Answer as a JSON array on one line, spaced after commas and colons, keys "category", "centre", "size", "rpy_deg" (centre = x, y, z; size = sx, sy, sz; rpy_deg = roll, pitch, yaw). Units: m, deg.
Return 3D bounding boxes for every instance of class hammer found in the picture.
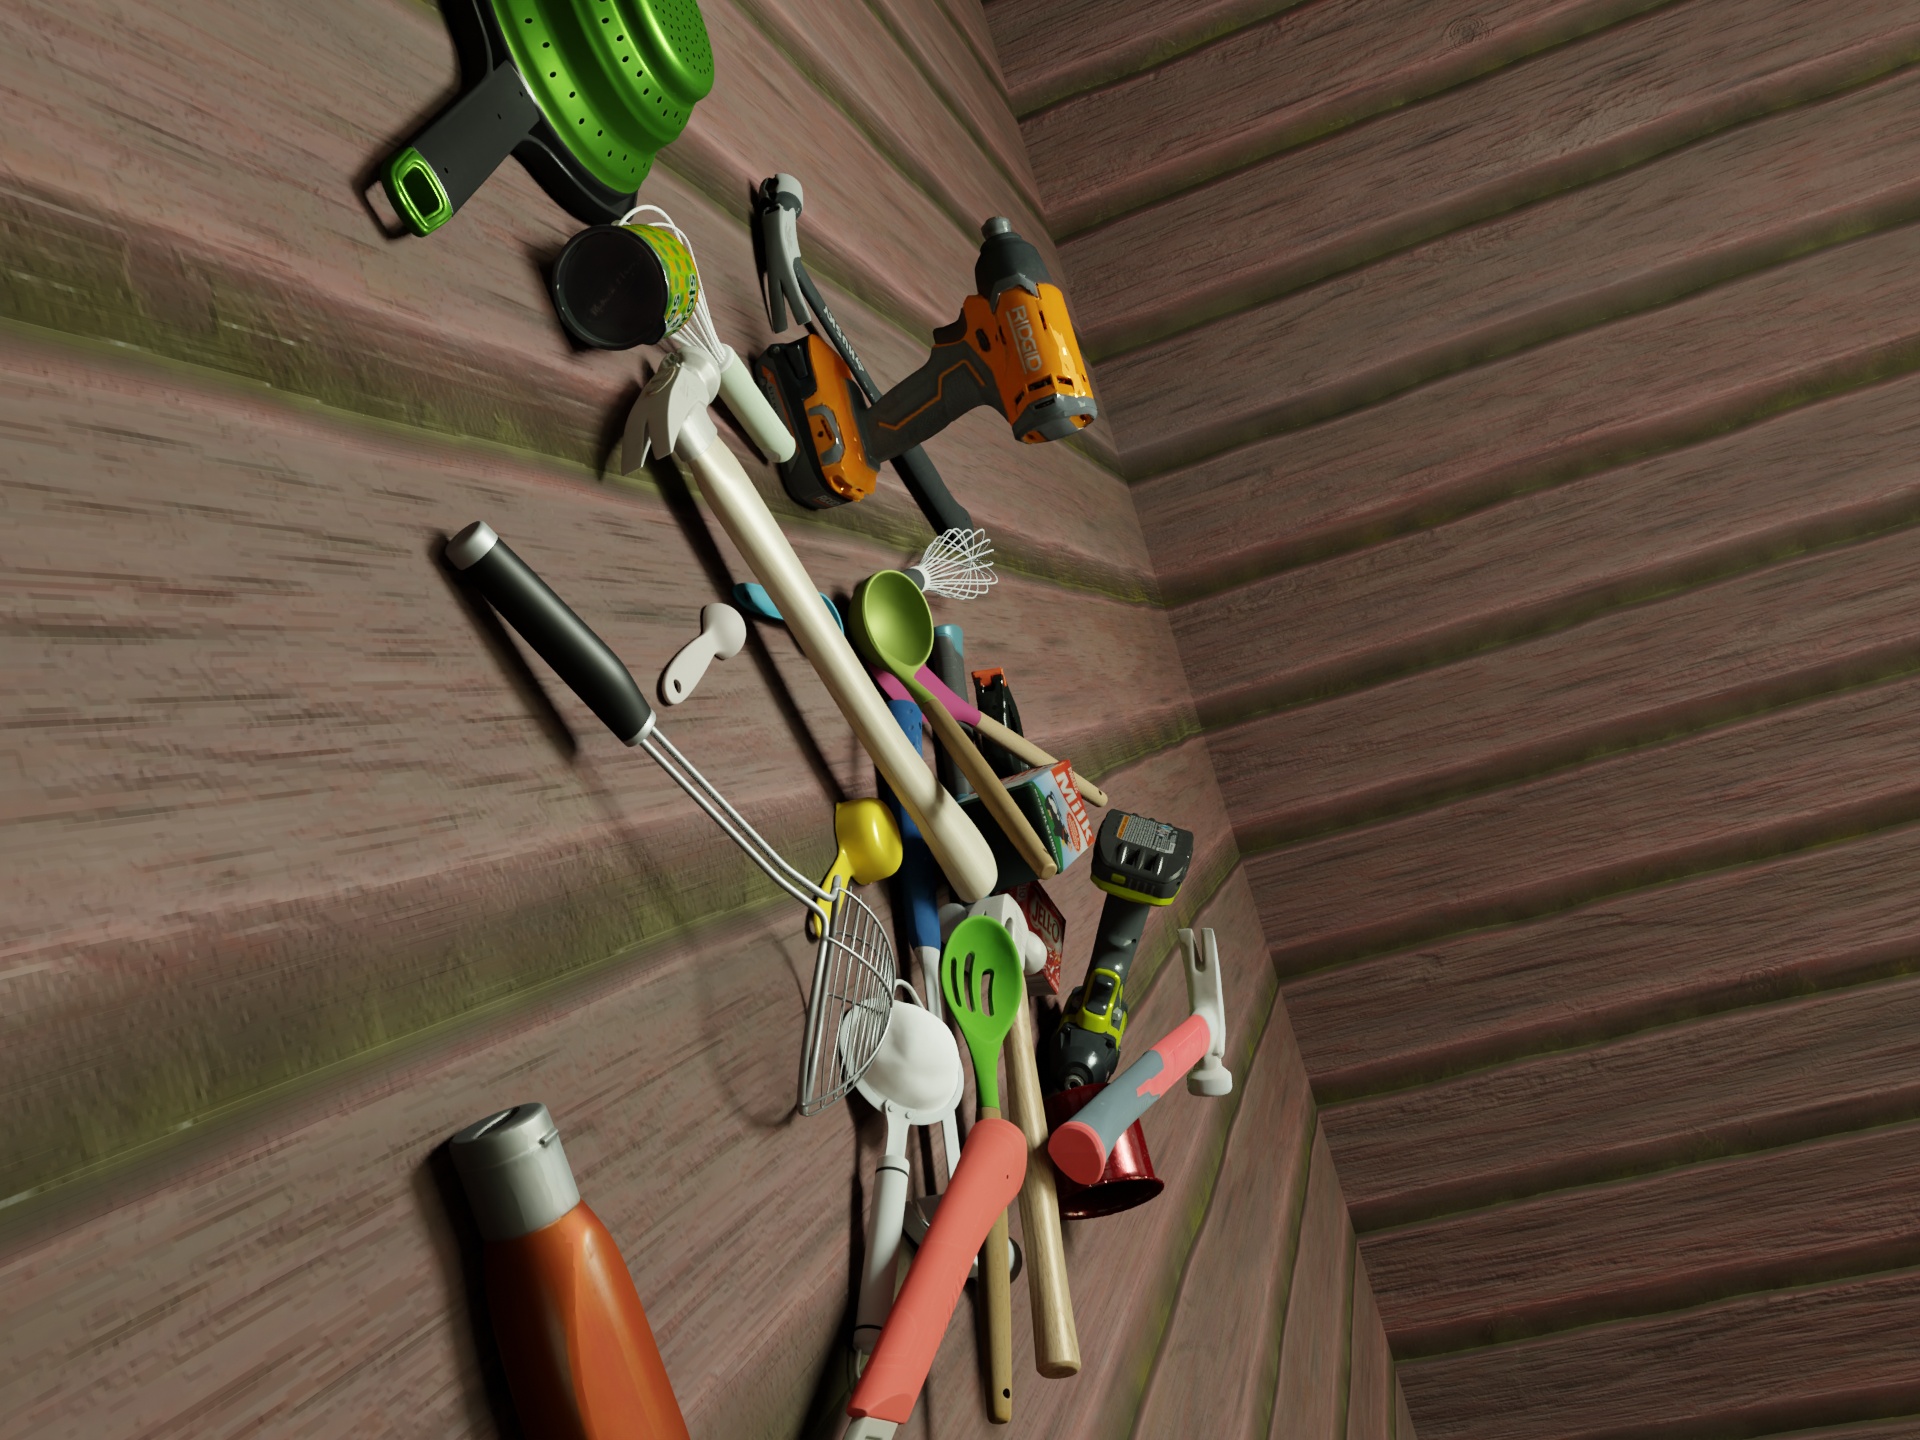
[{"category": "hammer", "centre": [-0.072, -0.278, 1.397], "size": [0.408, 0.036, 0.149], "rpy_deg": [54, 25, -52]}, {"category": "hammer", "centre": [0.045, 0.269, 1.079], "size": [0.129, 0.031, 0.332], "rpy_deg": [57, 21, -52]}, {"category": "hammer", "centre": [-0.081, -0.034, 1.002], "size": [0.410, 0.038, 0.146], "rpy_deg": [59, 17, -27]}, {"category": "hammer", "centre": [0.143, 0.256, 1.211], "size": [0.386, 0.038, 0.143], "rpy_deg": [-4, 89, -68]}, {"category": "hammer", "centre": [-0.033, 0.310, 0.790], "size": [0.149, 0.037, 0.359], "rpy_deg": [69, 24, -17]}, {"category": "hammer", "centre": [0.002, 0.054, 1.294], "size": [0.128, 0.033, 0.331], "rpy_deg": [52, 25, -51]}, {"category": "hammer", "centre": [-0.023, 0.165, 1.078], "size": [0.143, 0.035, 0.406], "rpy_deg": [50, 27, -56]}]

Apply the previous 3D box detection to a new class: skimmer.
[{"category": "skimmer", "centre": [-0.142, 0.056, 0.786], "size": [0.363, 0.090, 0.127], "rpy_deg": [52, 26, -29]}]

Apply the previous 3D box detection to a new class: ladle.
[{"category": "ladle", "centre": [-0.002, -0.004, 1.096], "size": [0.078, 0.062, 0.321], "rpy_deg": [33, 15, -41]}]

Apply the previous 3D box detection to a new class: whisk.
[{"category": "whisk", "centre": [-0.160, -0.237, 1.020], "size": [0.059, 0.058, 0.246], "rpy_deg": [-62, 154, -13]}, {"category": "whisk", "centre": [-0.029, -0.123, 1.352], "size": [0.284, 0.070, 0.070], "rpy_deg": [-34, 106, -69]}]

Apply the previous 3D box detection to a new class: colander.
[{"category": "colander", "centre": [-0.211, -0.356, 0.864], "size": [0.397, 0.094, 0.204], "rpy_deg": [-86, 154, -54]}]

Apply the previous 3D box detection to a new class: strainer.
[{"category": "strainer", "centre": [-0.036, 0.249, 0.909], "size": [0.086, 0.050, 0.259], "rpy_deg": [25, 45, -20]}]

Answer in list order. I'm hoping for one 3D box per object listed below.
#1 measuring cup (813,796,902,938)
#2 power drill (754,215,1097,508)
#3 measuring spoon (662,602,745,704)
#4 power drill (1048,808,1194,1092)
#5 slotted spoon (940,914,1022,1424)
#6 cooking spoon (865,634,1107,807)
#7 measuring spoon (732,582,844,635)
[{"category": "measuring cup", "centre": [-0.065, 0.096, 1.012], "size": [0.157, 0.029, 0.062], "rpy_deg": [-72, 142, -68]}, {"category": "power drill", "centre": [-0.029, -0.258, 1.154], "size": [0.084, 0.226, 0.164], "rpy_deg": [9, 65, -74]}, {"category": "measuring spoon", "centre": [-0.143, -0.037, 0.902], "size": [0.124, 0.018, 0.034], "rpy_deg": [-71, 141, -66]}, {"category": "power drill", "centre": [0.128, 0.200, 1.341], "size": [0.171, 0.080, 0.223], "rpy_deg": [-42, 147, -75]}, {"category": "slotted spoon", "centre": [0.016, 0.265, 0.979], "size": [0.070, 0.031, 0.314], "rpy_deg": [26, 45, -32]}, {"category": "cooking spoon", "centre": [0.027, 0.008, 1.312], "size": [0.318, 0.017, 0.069], "rpy_deg": [33, 37, -42]}, {"category": "measuring spoon", "centre": [-0.118, -0.070, 1.047], "size": [0.128, 0.021, 0.042], "rpy_deg": [15, 58, -62]}]
